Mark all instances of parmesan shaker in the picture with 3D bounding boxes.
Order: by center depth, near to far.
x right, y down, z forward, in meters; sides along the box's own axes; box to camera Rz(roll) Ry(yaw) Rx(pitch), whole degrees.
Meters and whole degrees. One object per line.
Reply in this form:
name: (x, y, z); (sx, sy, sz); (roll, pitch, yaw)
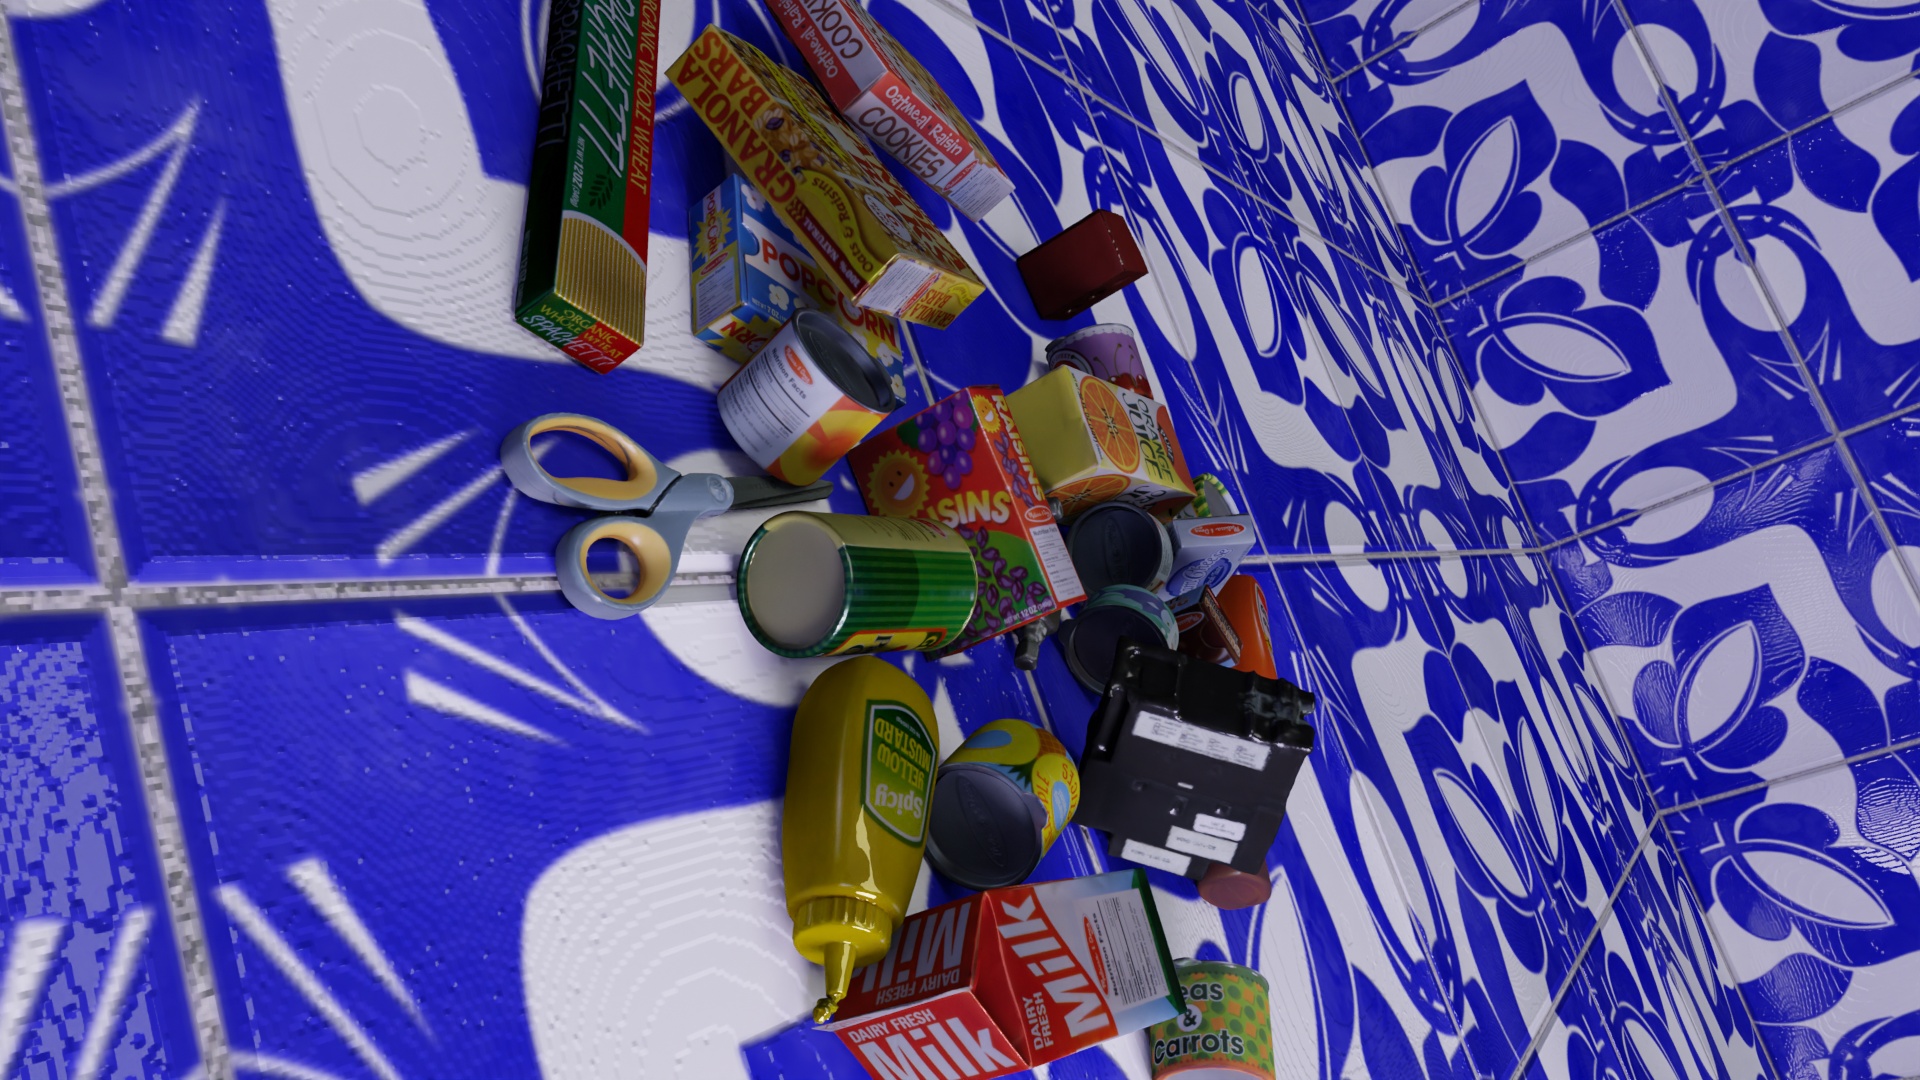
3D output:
parmesan shaker: (-0.049, 0.020, 0.648); (0.103, 0.071, 0.071); (3, 65, -58)

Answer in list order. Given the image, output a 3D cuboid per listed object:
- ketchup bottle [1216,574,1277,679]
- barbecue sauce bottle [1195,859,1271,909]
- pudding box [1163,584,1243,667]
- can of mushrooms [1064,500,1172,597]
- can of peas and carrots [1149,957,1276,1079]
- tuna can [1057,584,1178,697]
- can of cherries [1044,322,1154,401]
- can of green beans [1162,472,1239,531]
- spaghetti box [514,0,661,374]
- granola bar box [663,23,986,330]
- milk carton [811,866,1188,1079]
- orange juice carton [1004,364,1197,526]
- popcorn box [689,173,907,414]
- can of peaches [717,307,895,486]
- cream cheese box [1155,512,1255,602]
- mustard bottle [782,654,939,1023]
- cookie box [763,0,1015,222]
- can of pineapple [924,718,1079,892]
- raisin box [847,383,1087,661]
ketchup bottle: (0.207, 0.091, 1.012); (0.149, 0.043, 0.064); (-81, 158, -55)
barbecue sauce bottle: (0.168, 0.161, 0.910); (0.064, 0.043, 0.149); (46, 31, -47)
pudding box: (0.131, 0.068, 0.884); (0.049, 0.083, 0.030); (57, 29, -11)
can of mushrooms: (0.100, 0.009, 0.899); (0.033, 0.071, 0.071); (21, 50, -65)
can of peas and carrots: (0.134, 0.266, 0.745); (0.071, 0.071, 0.059); (43, 36, -34)
tuna can: (0.097, 0.061, 0.855); (0.071, 0.071, 0.033); (58, 28, -10)
can of cherries: (0.098, -0.115, 0.999); (0.071, 0.071, 0.058); (14, 57, -55)
can of green beans: (0.173, -0.010, 1.041); (0.071, 0.057, 0.071); (39, 37, -38)
spaghetti box: (-0.171, -0.191, 0.652); (0.050, 0.028, 0.251); (33, 41, -45)
granola bar box: (-0.068, -0.191, 0.747); (0.166, 0.039, 0.124); (51, 17, 12)
milk carton: (0.020, 0.194, 0.613); (0.190, 0.072, 0.073); (14, 56, -56)
orange juice carton: (0.097, -0.054, 0.937); (0.193, 0.073, 0.072); (10, 59, -57)
popcorn box: (-0.084, -0.122, 0.731); (0.126, 0.038, 0.085); (28, 45, -47)
can of peaches: (-0.073, -0.068, 0.670); (0.071, 0.058, 0.071); (41, 22, -20)
cream cheese box: (0.158, 0.015, 0.945); (0.103, 0.053, 0.024); (107, -22, -63)
mustard bottle: (-0.044, 0.126, 0.585); (0.065, 0.048, 0.161); (40, 36, -33)
cookie box: (-0.045, -0.282, 0.872); (0.123, 0.040, 0.167); (58, 17, 25)
can of pineapple: (0.020, 0.126, 0.669); (0.071, 0.071, 0.058); (62, 28, -3)
raisin box: (0.003, -0.009, 0.732); (0.040, 0.086, 0.123); (-10, 76, -59)
